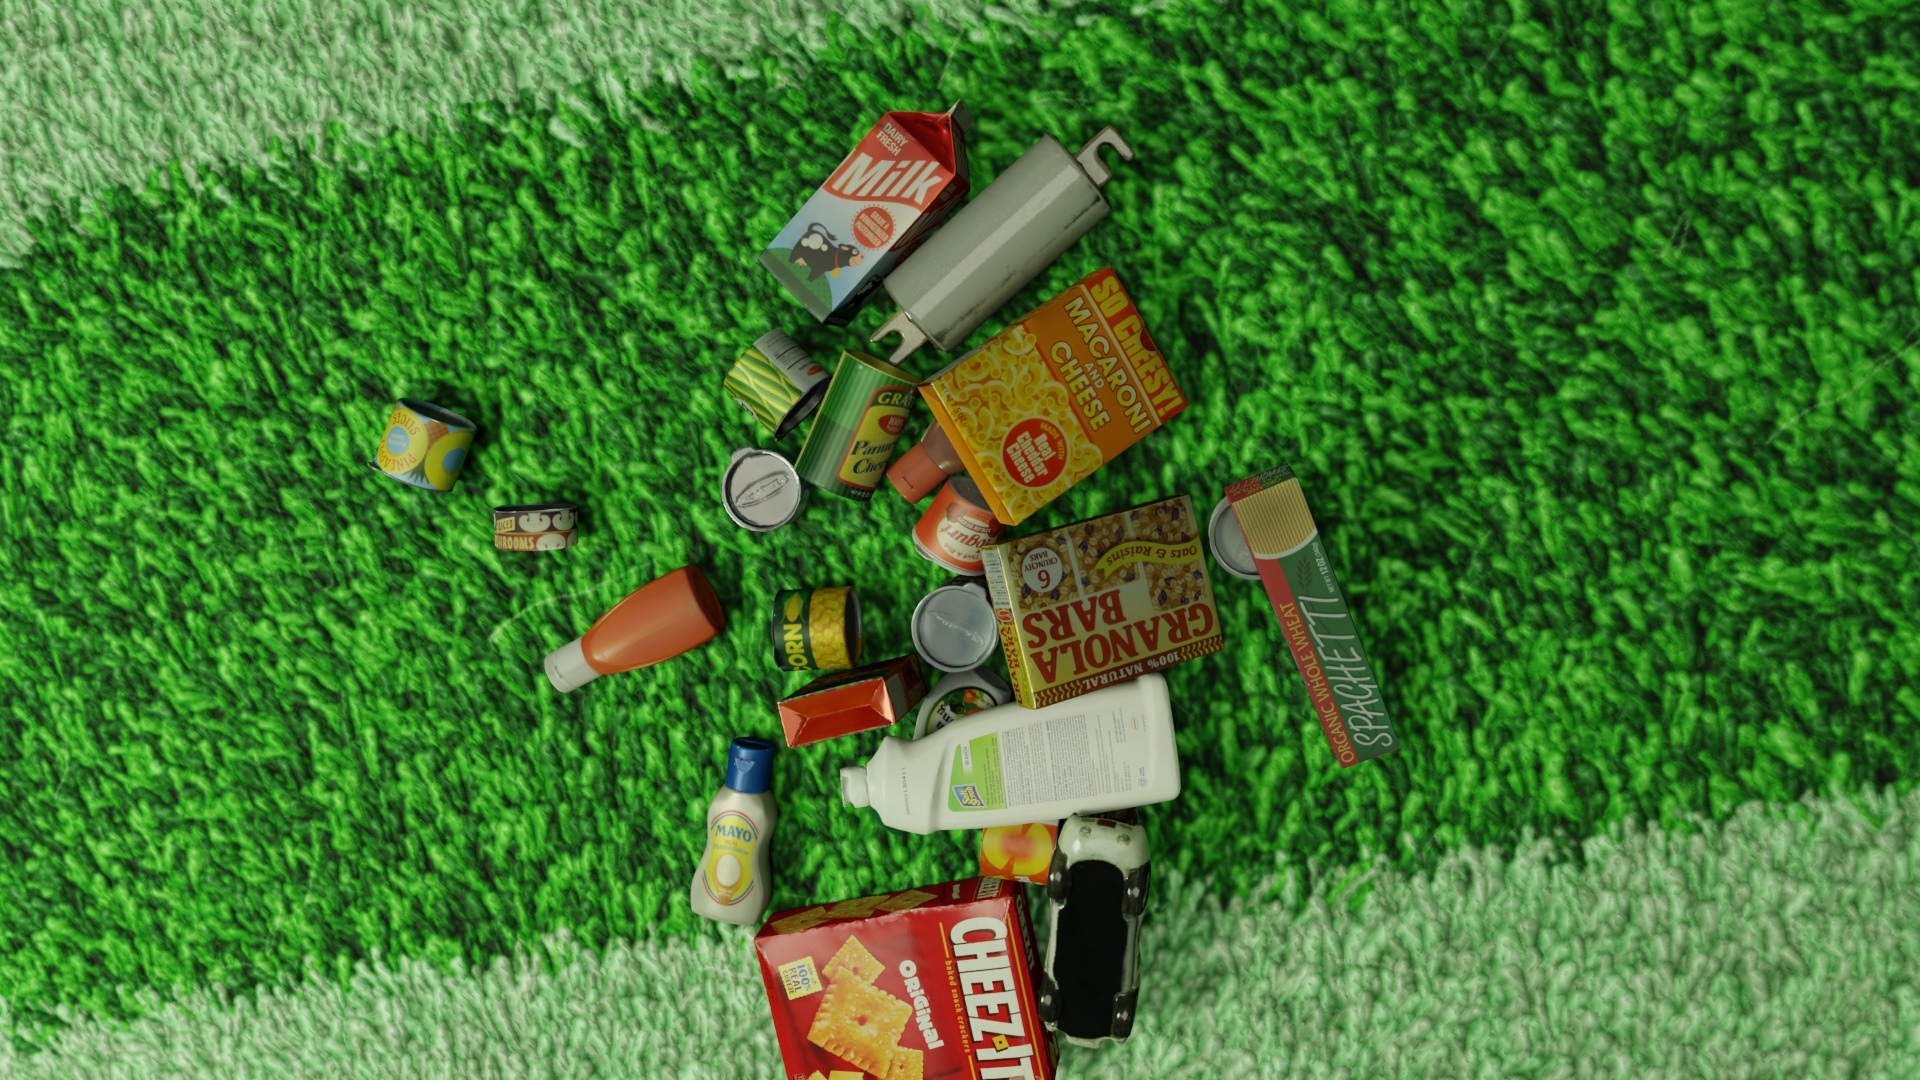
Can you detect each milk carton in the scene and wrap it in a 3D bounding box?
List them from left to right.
[{"bbox_3d":[-0.059,-0.258,1.063,0.073,0.072,0.190,45,99,3],"label":"milk carton"}]

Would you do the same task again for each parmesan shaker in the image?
[{"bbox_3d":[-0.078,-0.089,1.084,0.071,0.071,0.103,25,102,6],"label":"parmesan shaker"}]

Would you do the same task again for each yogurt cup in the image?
[{"bbox_3d":[0.004,-0.013,1.071,0.072,0.073,0.053,30,114,5],"label":"yogurt cup"}]

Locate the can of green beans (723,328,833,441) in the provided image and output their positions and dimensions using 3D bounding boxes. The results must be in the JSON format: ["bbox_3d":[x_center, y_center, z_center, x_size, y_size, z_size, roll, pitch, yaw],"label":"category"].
[{"bbox_3d":[-0.143,-0.123,1.090,0.058,0.071,0.071,43,100,3],"label":"can of green beans"}]

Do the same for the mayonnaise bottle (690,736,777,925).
[{"bbox_3d":[-0.181,0.237,1.139,0.065,0.041,0.148,10,97,9],"label":"mayonnaise bottle"}]

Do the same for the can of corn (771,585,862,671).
[{"bbox_3d":[-0.113,0.071,1.100,0.058,0.071,0.071,-4,95,8],"label":"can of corn"}]

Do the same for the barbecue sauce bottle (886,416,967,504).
[{"bbox_3d":[0.008,-0.088,1.082,0.148,0.044,0.065,-40,95,11],"label":"barbecue sauce bottle"}]

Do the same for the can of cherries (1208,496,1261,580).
[{"bbox_3d":[0.223,-0.004,1.048,0.071,0.058,0.071,1,94,8],"label":"can of cherries"}]

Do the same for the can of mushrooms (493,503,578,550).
[{"bbox_3d":[-0.346,-0.011,1.129,0.071,0.071,0.033,1,97,9],"label":"can of mushrooms"}]

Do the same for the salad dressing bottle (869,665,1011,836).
[{"bbox_3d":[-0.018,0.167,1.106,0.064,0.044,0.147,33,99,-8],"label":"salad dressing bottle"}]

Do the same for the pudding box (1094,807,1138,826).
[{"bbox_3d":[0.124,0.251,1.089,0.030,0.050,0.083,-3,95,14],"label":"pudding box"}]

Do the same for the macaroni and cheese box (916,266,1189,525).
[{"bbox_3d":[0.071,-0.107,1.029,0.167,0.040,0.123,-35,103,-13],"label":"macaroni and cheese box"}]

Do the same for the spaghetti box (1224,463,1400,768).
[{"bbox_3d":[0.261,0.061,1.019,0.050,0.029,0.249,-23,113,9],"label":"spaghetti box"}]

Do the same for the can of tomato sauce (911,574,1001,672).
[{"bbox_3d":[0.003,0.060,1.074,0.071,0.083,0.071,1,95,9],"label":"can of tomato sauce"}]

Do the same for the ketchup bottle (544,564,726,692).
[{"bbox_3d":[-0.269,0.078,1.138,0.148,0.043,0.064,-26,90,10],"label":"ketchup bottle"}]

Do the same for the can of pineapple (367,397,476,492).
[{"bbox_3d":[-0.440,-0.078,1.138,0.071,0.071,0.057,25,98,6],"label":"can of pineapple"}]

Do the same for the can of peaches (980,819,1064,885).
[{"bbox_3d":[0.049,0.237,1.091,0.058,0.071,0.071,7,96,9],"label":"can of peaches"}]

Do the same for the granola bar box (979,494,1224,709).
[{"bbox_3d":[0.107,0.044,1.040,0.166,0.039,0.124,-15,92,-22],"label":"granola bar box"}]

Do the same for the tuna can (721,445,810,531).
[{"bbox_3d":[-0.157,-0.043,1.116,0.071,0.033,0.071,1,95,9],"label":"tuna can"}]

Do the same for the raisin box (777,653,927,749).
[{"bbox_3d":[-0.080,0.122,1.072,0.086,0.123,0.040,-15,91,10],"label":"raisin box"}]
